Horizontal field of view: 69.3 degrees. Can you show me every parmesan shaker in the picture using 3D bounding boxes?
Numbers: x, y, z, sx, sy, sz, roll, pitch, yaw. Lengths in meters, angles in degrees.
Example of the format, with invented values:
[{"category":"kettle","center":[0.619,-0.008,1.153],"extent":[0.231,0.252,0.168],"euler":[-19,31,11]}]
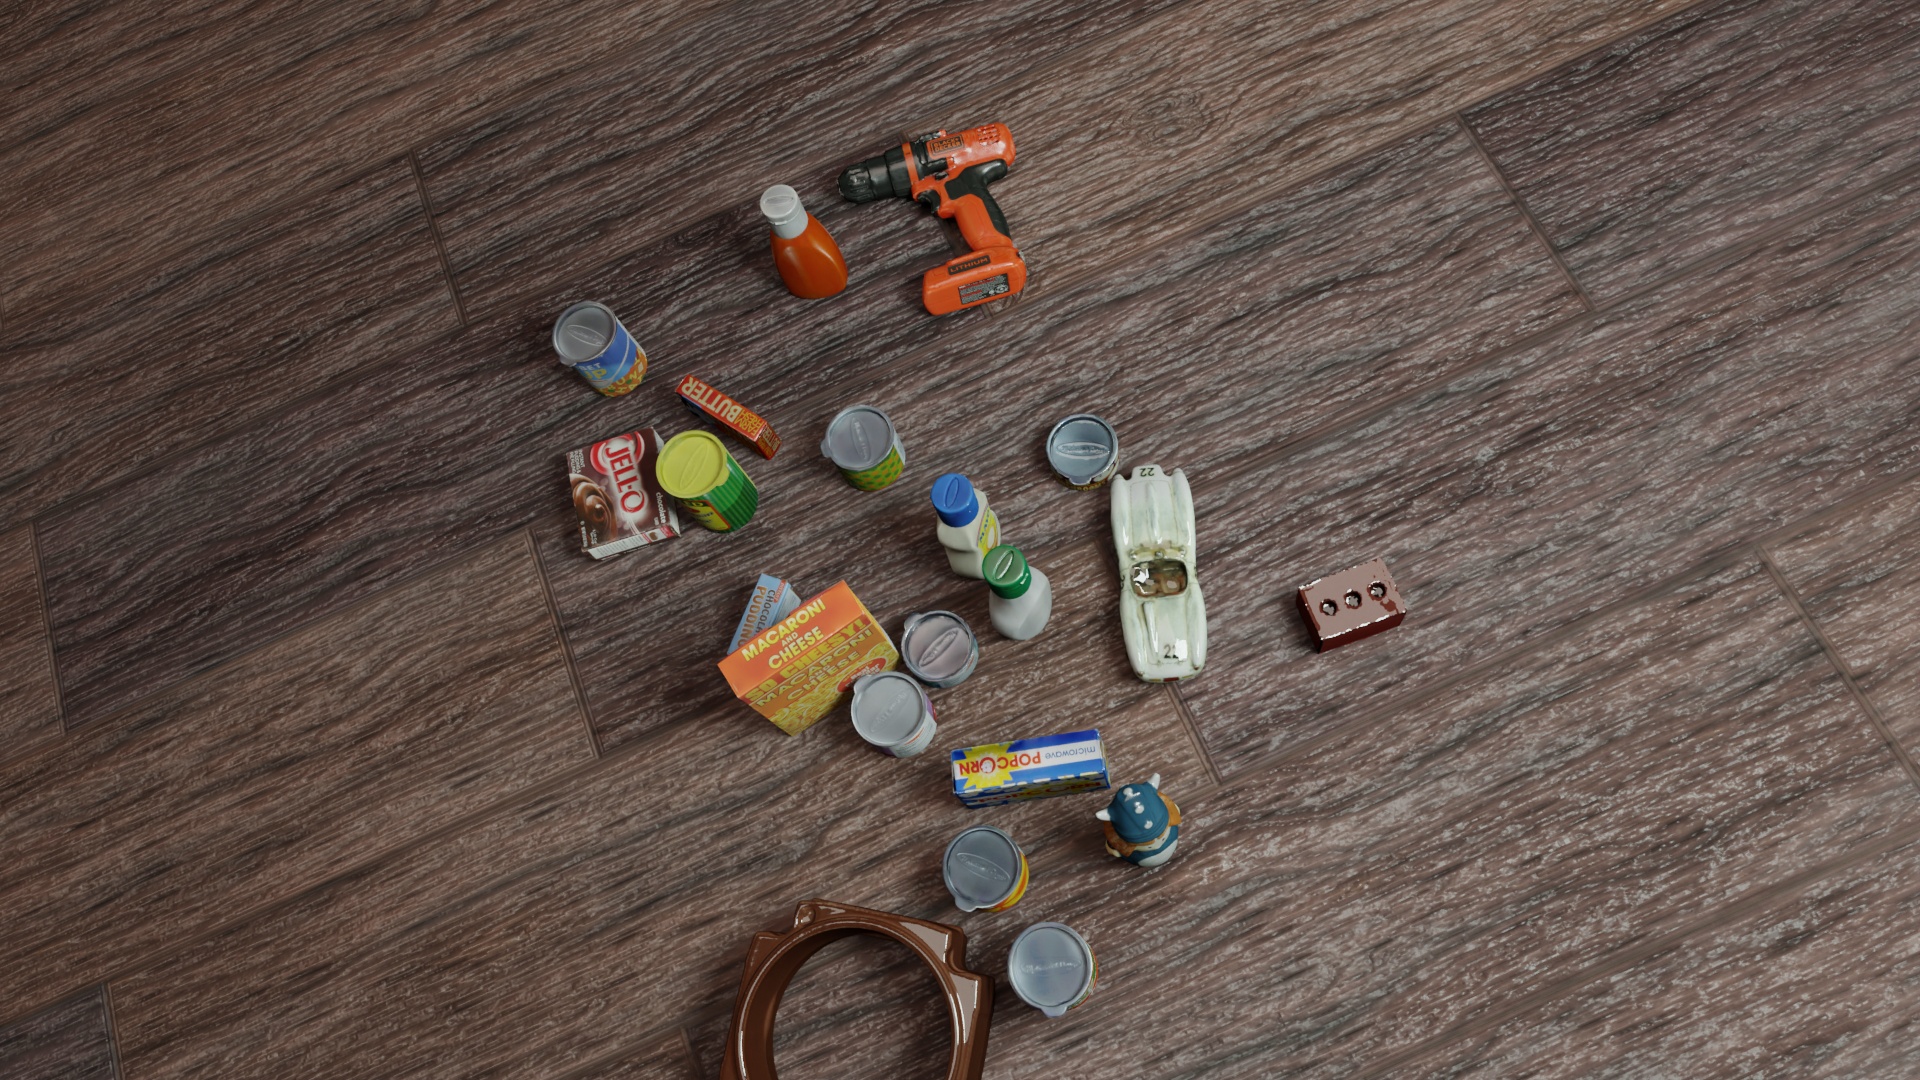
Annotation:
[{"category":"parmesan shaker","center":[-0.232,-0.051,1.295],"extent":[0.071,0.103,0.071],"euler":[-3,70,8]}]

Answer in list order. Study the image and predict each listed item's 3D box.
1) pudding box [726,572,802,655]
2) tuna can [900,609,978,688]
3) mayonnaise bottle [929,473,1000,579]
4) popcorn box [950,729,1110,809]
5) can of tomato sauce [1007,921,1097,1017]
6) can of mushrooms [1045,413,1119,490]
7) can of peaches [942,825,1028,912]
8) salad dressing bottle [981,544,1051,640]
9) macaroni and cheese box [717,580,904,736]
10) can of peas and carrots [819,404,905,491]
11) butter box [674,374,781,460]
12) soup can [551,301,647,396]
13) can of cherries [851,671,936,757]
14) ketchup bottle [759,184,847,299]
[{"category":"pudding box","center":[-0.178,0.077,1.269],"extent":[0.030,0.049,0.084],"euler":[17,74,15]},{"category":"tuna can","center":[-0.020,0.096,1.245],"extent":[0.071,0.032,0.071],"euler":[-3,70,8]},{"category":"mayonnaise bottle","center":[0.004,-0.015,1.219],"extent":[0.041,0.147,0.065],"euler":[11,73,13]},{"category":"popcorn box","center":[0.061,0.193,1.168],"extent":[0.127,0.085,0.038],"euler":[-9,70,6]},{"category":"can of tomato sauce","center":[0.076,0.345,1.113],"extent":[0.071,0.083,0.071],"euler":[-3,70,8]},{"category":"can of mushrooms","center":[0.113,-0.079,1.286],"extent":[0.071,0.033,0.071],"euler":[-3,70,8]},{"category":"can of peaches","center":[0.021,0.277,1.159],"extent":[0.071,0.058,0.071],"euler":[-3,70,8]},{"category":"salad dressing bottle","center":[0.047,0.043,1.191],"extent":[0.044,0.147,0.064],"euler":[28,77,17]},{"category":"macaroni and cheese box","center":[-0.124,0.104,1.188],"extent":[0.124,0.166,0.040],"euler":[-34,69,-3]},{"category":"can of peas and carrots","center":[-0.091,-0.085,1.308],"extent":[0.071,0.058,0.071],"euler":[-3,70,8]},{"category":"butter box","center":[-0.224,-0.119,1.345],"extent":[0.103,0.053,0.024],"euler":[31,79,18]},{"category":"soup can","center":[-0.357,-0.186,1.375],"extent":[0.071,0.083,0.071],"euler":[-3,70,8]},{"category":"can of cherries","center":[-0.059,0.151,1.218],"extent":[0.071,0.058,0.071],"euler":[-3,70,8]},{"category":"ketchup bottle","center":[-0.155,-0.287,1.343],"extent":[0.065,0.148,0.043],"euler":[-5,70,8]}]
